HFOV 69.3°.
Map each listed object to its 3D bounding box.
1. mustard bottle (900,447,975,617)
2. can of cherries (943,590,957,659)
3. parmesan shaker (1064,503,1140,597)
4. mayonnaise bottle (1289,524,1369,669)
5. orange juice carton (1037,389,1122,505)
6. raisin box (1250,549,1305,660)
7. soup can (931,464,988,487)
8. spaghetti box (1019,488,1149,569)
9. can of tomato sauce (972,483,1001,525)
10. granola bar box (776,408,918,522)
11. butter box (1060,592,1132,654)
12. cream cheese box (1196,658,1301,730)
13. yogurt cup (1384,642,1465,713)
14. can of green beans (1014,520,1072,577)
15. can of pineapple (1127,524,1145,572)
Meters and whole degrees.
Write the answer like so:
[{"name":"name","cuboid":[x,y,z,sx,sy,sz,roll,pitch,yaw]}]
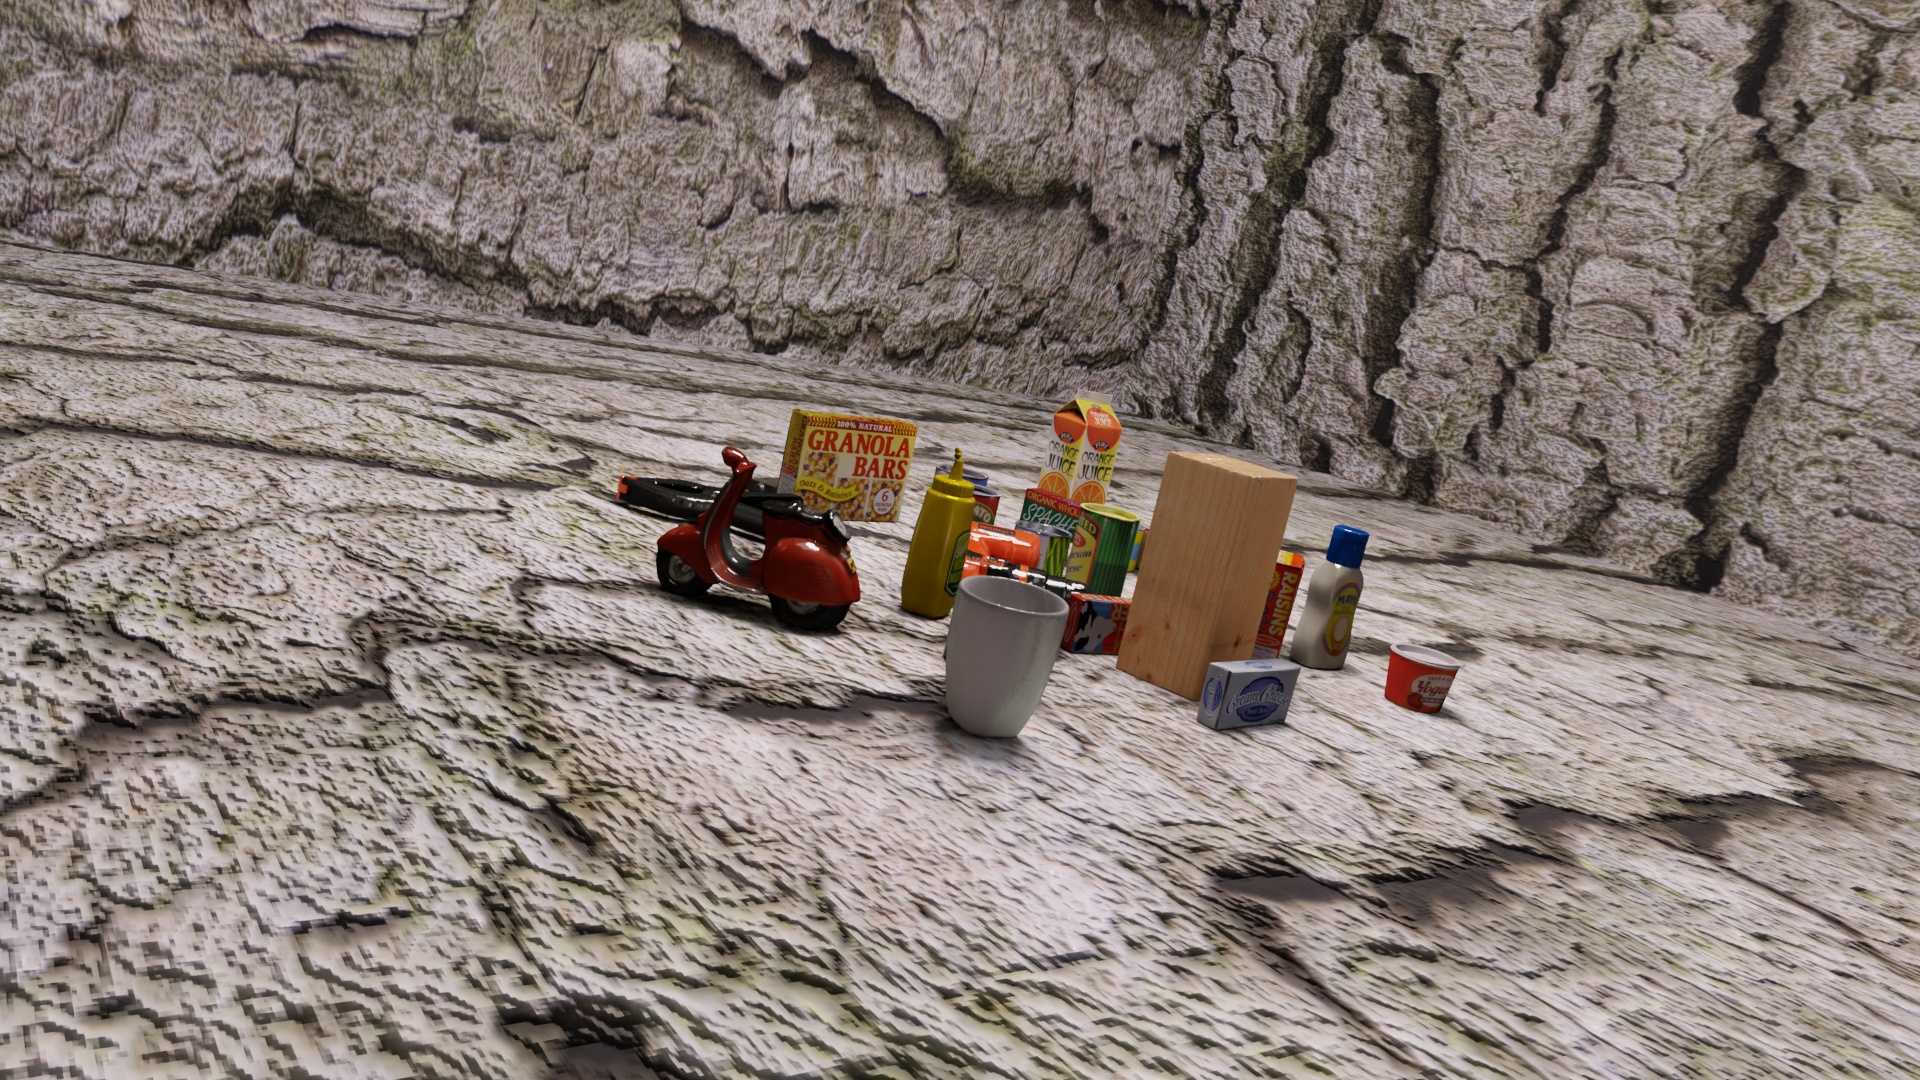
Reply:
[{"name":"mustard bottle","cuboid":[-0.016,-0.009,1.306,0.049,0.159,0.065,16,11,16]},{"name":"can of cherries","cuboid":[0.025,0.079,1.181,0.071,0.058,0.071,12,11,-2]},{"name":"parmesan shaker","cuboid":[0.152,0.018,1.505,0.071,0.103,0.071,12,11,-2]},{"name":"mayonnaise bottle","cuboid":[0.388,0.059,1.444,0.065,0.147,0.041,5,13,-35]},{"name":"orange juice carton","cuboid":[0.167,-0.115,1.947,0.072,0.192,0.073,4,14,-39]},{"name":"raisin box","cuboid":[0.296,0.074,1.331,0.040,0.123,0.086,15,11,13]},{"name":"soup can","cuboid":[-0.004,-0.045,1.692,0.071,0.083,0.071,12,11,-2]},{"name":"spaghetti box","cuboid":[0.174,-0.015,1.828,0.029,0.050,0.250,2,15,-43]},{"name":"can of tomato sauce","cuboid":[0.006,-0.020,1.583,0.071,0.083,0.071,12,11,-2]},{"name":"granola bar box","cuboid":[-0.136,-0.088,1.658,0.166,0.124,0.039,2,15,-43]},{"name":"butter box","cuboid":[0.145,0.080,1.317,0.104,0.053,0.024,5,13,-32]},{"name":"cream cheese box","cuboid":[0.246,0.130,1.181,0.104,0.053,0.024,2,15,-43]},{"name":"yogurt cup","cuboid":[0.453,0.137,1.373,0.072,0.053,0.072,12,11,-2]},{"name":"can of green beans","cuboid":[0.088,0.014,1.572,0.071,0.057,0.071,12,11,-2]},{"name":"can of pineapple","cuboid":[0.191,0.004,1.735,0.071,0.057,0.071,12,11,-2]}]
